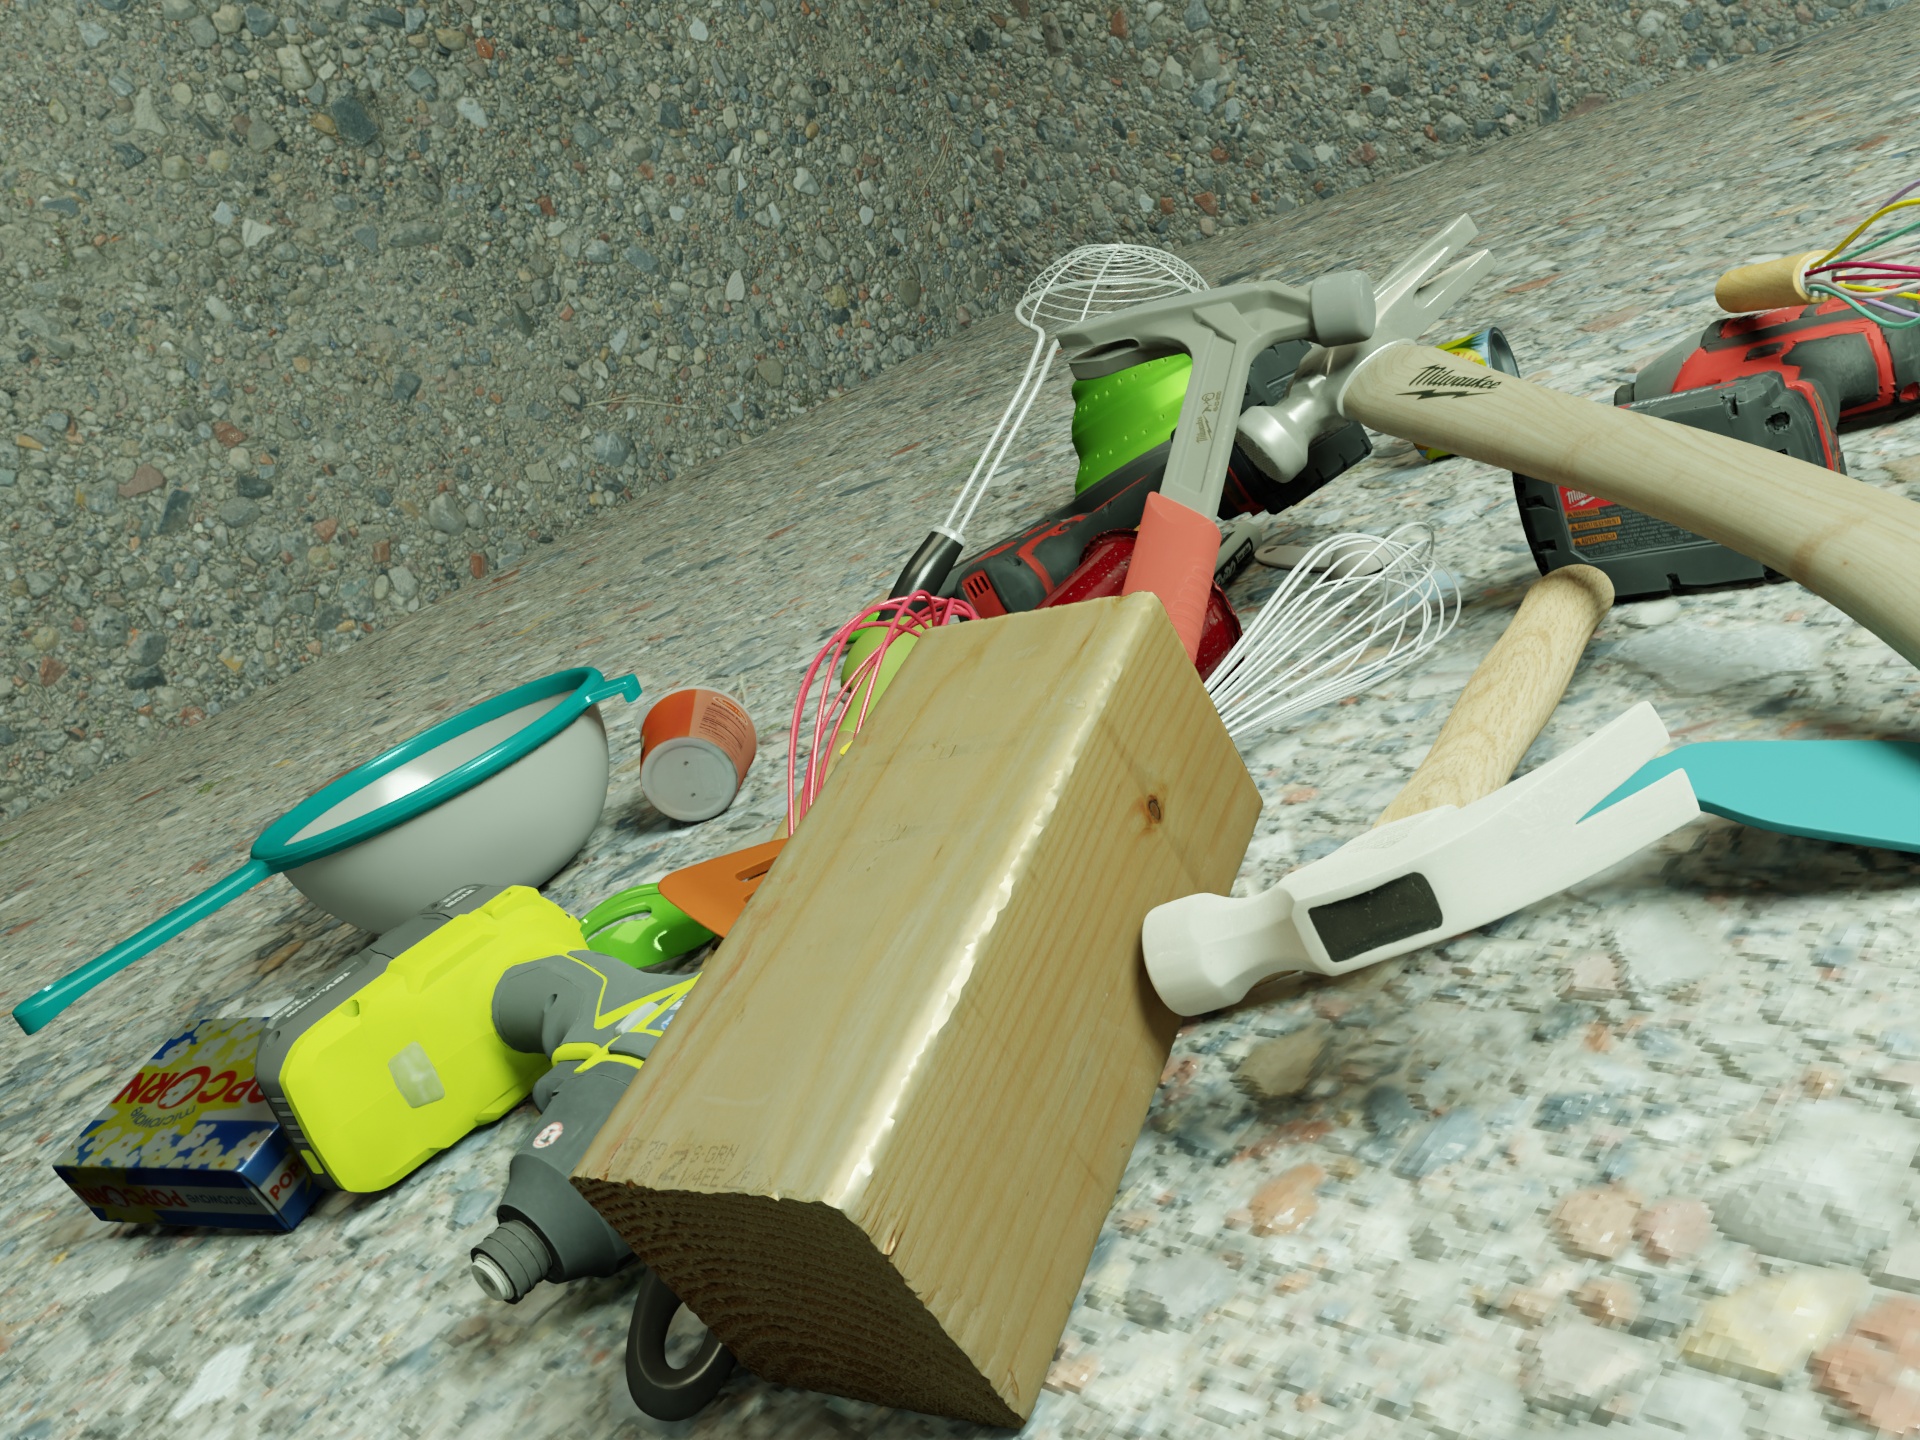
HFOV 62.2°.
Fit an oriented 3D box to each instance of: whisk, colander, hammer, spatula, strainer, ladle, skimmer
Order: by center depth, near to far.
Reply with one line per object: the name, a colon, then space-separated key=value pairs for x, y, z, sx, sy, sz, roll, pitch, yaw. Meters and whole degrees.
spatula: x=0.136 y=0.063 z=0.474 sx=0.317 sy=0.044 sz=0.082 roll=-23 pitch=17 yaw=16
whisk: x=-0.043 y=0.066 z=0.498 sx=0.073 sy=0.073 sz=0.296 roll=-12 pitch=44 yaw=33
hammer: x=0.175 y=-0.002 z=0.513 sx=0.130 sy=0.031 sz=0.331 roll=-23 pitch=5 yaw=34
hammer: x=0.248 y=-0.102 z=0.579 sx=0.146 sy=0.038 sz=0.411 roll=-44 pitch=29 yaw=3
hammer: x=0.075 y=-0.056 z=0.638 sx=0.149 sy=0.036 sz=0.359 roll=-5 pitch=47 yaw=28
whisk: x=0.358 y=-0.177 z=0.642 sx=0.047 sy=0.051 sz=0.245 roll=18 pitch=13 yaw=3
whisk: x=0.101 y=0.001 z=0.652 sx=0.284 sy=0.070 sz=0.070 roll=-35 pitch=20 yaw=-22
spatula: x=-0.001 y=-0.002 z=0.743 sx=0.081 sy=0.041 sz=0.323 roll=25 pitch=56 yaw=31
ladle: x=-0.060 y=0.035 z=0.798 sx=0.078 sy=0.062 sz=0.320 roll=-8 pitch=28 yaw=21
strainer: x=-0.322 y=0.090 z=0.865 sx=0.340 sy=0.095 sz=0.211 roll=-36 pitch=19 yaw=-31
skimmer: x=0.036 y=-0.154 z=1.002 sx=0.127 sy=0.090 sz=0.363 roll=23 pitch=80 yaw=35
colander: x=0.072 y=-0.180 z=1.105 sx=0.397 sy=0.094 sz=0.204 roll=-29 pitch=3 yaw=1

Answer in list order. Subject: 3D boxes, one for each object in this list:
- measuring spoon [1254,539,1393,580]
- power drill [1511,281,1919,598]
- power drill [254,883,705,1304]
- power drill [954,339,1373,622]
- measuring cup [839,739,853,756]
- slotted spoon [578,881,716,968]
measuring spoon: x=0.193 y=-0.094 z=0.874 sx=0.034 sy=0.018 sz=0.124 roll=-28 pitch=17 yaw=-13
power drill: x=0.338 y=-0.132 z=0.711 sx=0.143 sy=0.078 sz=0.220 roll=-6 pitch=22 yaw=45
power drill: x=-0.147 y=0.124 z=0.569 sx=0.223 sy=0.080 sz=0.171 roll=-2 pitch=26 yaw=42
power drill: x=0.118 y=-0.126 z=0.917 sx=0.226 sy=0.080 sz=0.188 roll=-31 pitch=1 yaw=38
measuring cup: x=0.013 y=-0.004 z=0.799 sx=0.156 sy=0.029 sz=0.062 roll=-24 pitch=20 yaw=-17
slotted spoon: x=-0.255 y=0.144 z=0.729 sx=0.314 sy=0.031 sz=0.070 roll=-25 pitch=20 yaw=-1
